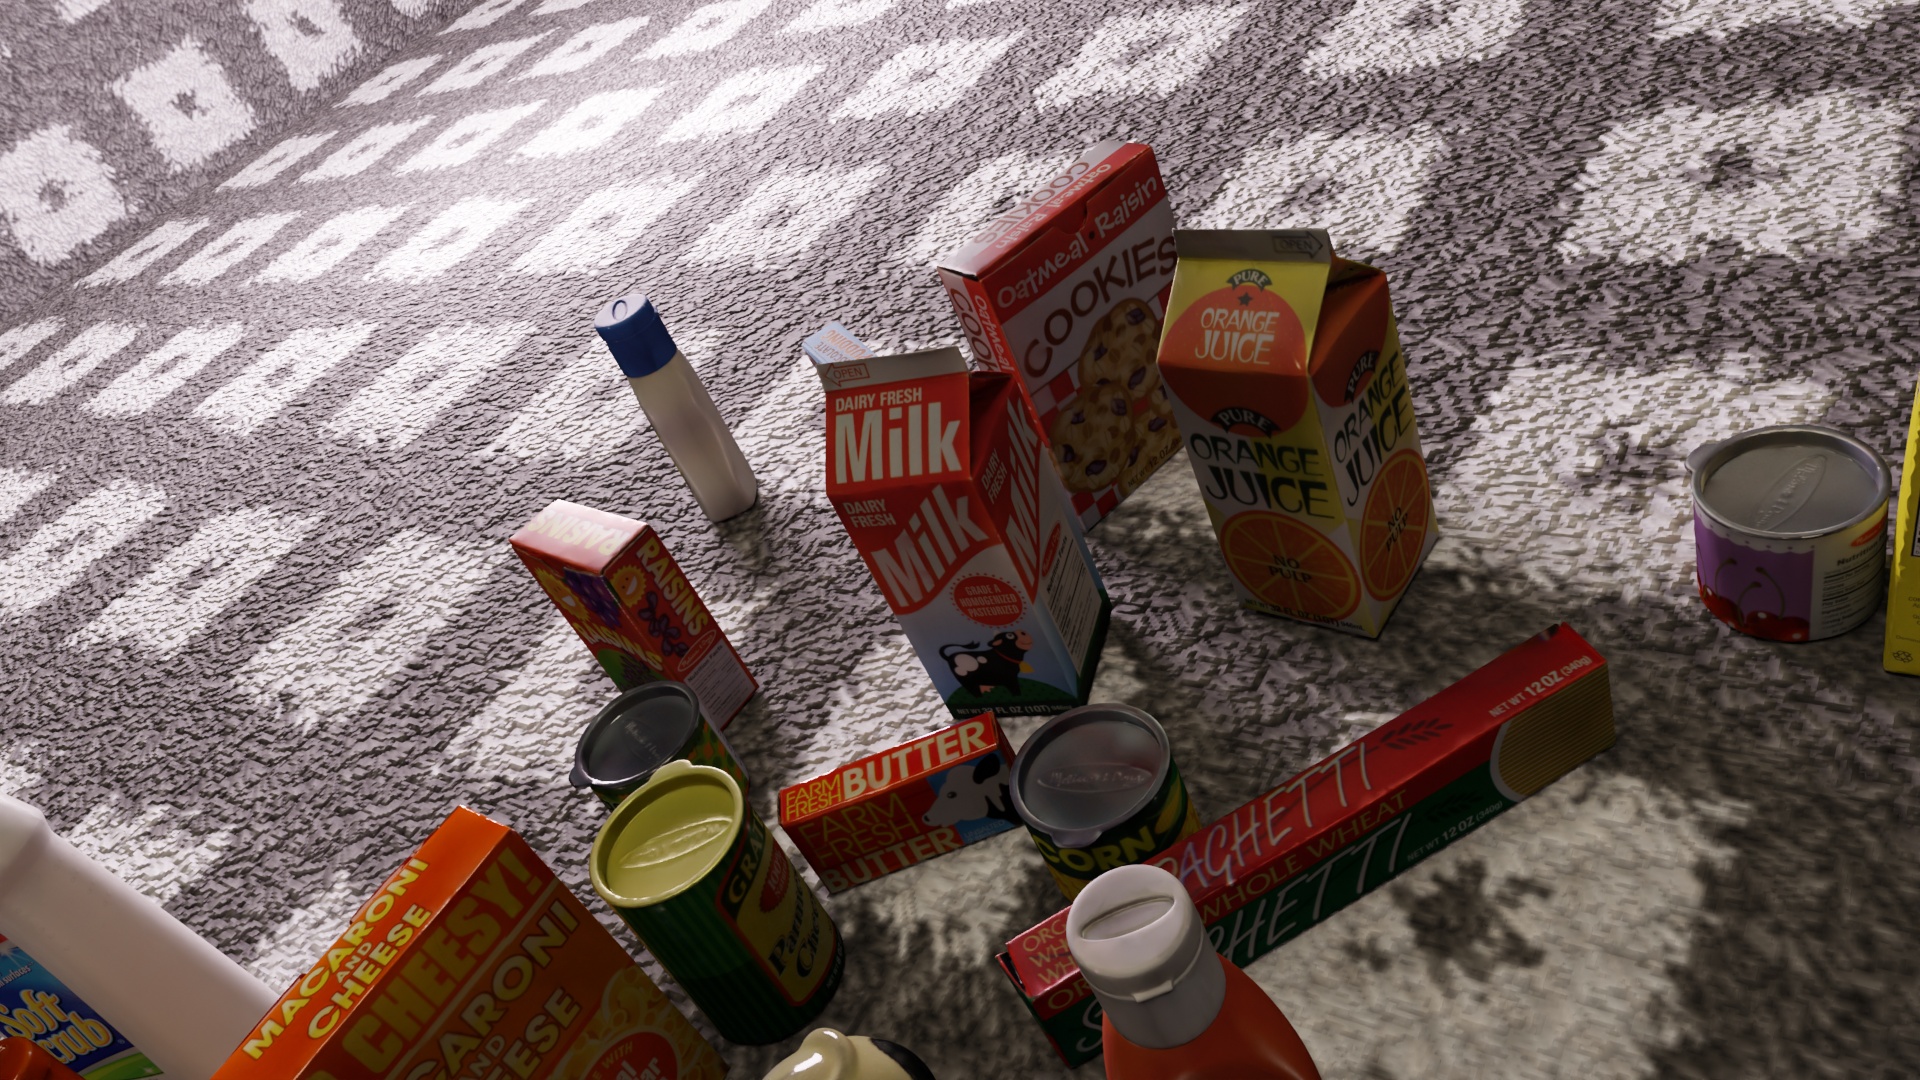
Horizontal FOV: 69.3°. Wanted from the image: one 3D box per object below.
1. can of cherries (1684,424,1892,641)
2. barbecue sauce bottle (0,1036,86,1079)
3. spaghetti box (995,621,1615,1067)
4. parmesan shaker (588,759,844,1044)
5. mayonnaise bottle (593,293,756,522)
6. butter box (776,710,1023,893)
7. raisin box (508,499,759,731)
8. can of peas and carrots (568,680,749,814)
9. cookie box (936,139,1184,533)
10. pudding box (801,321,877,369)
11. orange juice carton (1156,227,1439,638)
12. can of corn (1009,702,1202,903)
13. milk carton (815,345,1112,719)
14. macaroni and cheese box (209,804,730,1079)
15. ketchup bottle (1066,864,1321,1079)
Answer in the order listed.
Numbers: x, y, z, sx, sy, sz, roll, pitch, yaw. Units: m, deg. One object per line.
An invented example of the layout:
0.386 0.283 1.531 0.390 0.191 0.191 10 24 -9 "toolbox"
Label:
0.324 -0.004 0.548 0.071 0.058 0.072 -16 37 13 "can of cherries"
-0.328 0.249 0.545 0.043 0.148 0.065 -13 38 17 "barbecue sauce bottle"
0.133 0.114 0.522 0.250 0.050 0.029 -29 36 -5 "spaghetti box"
-0.097 0.149 0.570 0.071 0.102 0.072 -16 37 13 "parmesan shaker"
-0.176 -0.083 0.866 0.041 0.147 0.065 -26 36 0 "mayonnaise bottle"
-0.023 0.116 0.610 0.103 0.053 0.024 -21 36 6 "butter box"
-0.171 0.040 0.731 0.086 0.123 0.040 14 51 41 "raisin box"
-0.147 0.114 0.681 0.071 0.058 0.071 -16 37 13 "can of peas and carrots"
0.071 -0.106 0.731 0.123 0.166 0.040 -41 39 -19 "cookie box"
-0.070 -0.106 0.914 0.030 0.049 0.084 -33 37 -10 "pudding box"
0.146 -0.053 0.601 0.072 0.191 0.073 13 51 41 "orange juice carton"
0.060 0.111 0.562 0.071 0.058 0.071 -16 37 13 "can of corn"
0.002 -0.008 0.632 0.072 0.189 0.074 -5 41 26 "milk carton"
-0.169 0.196 0.501 0.040 0.165 0.124 8 48 38 "macaroni and cheese box"
0.072 0.157 0.422 0.065 0.148 0.044 -22 36 5 "ketchup bottle"
